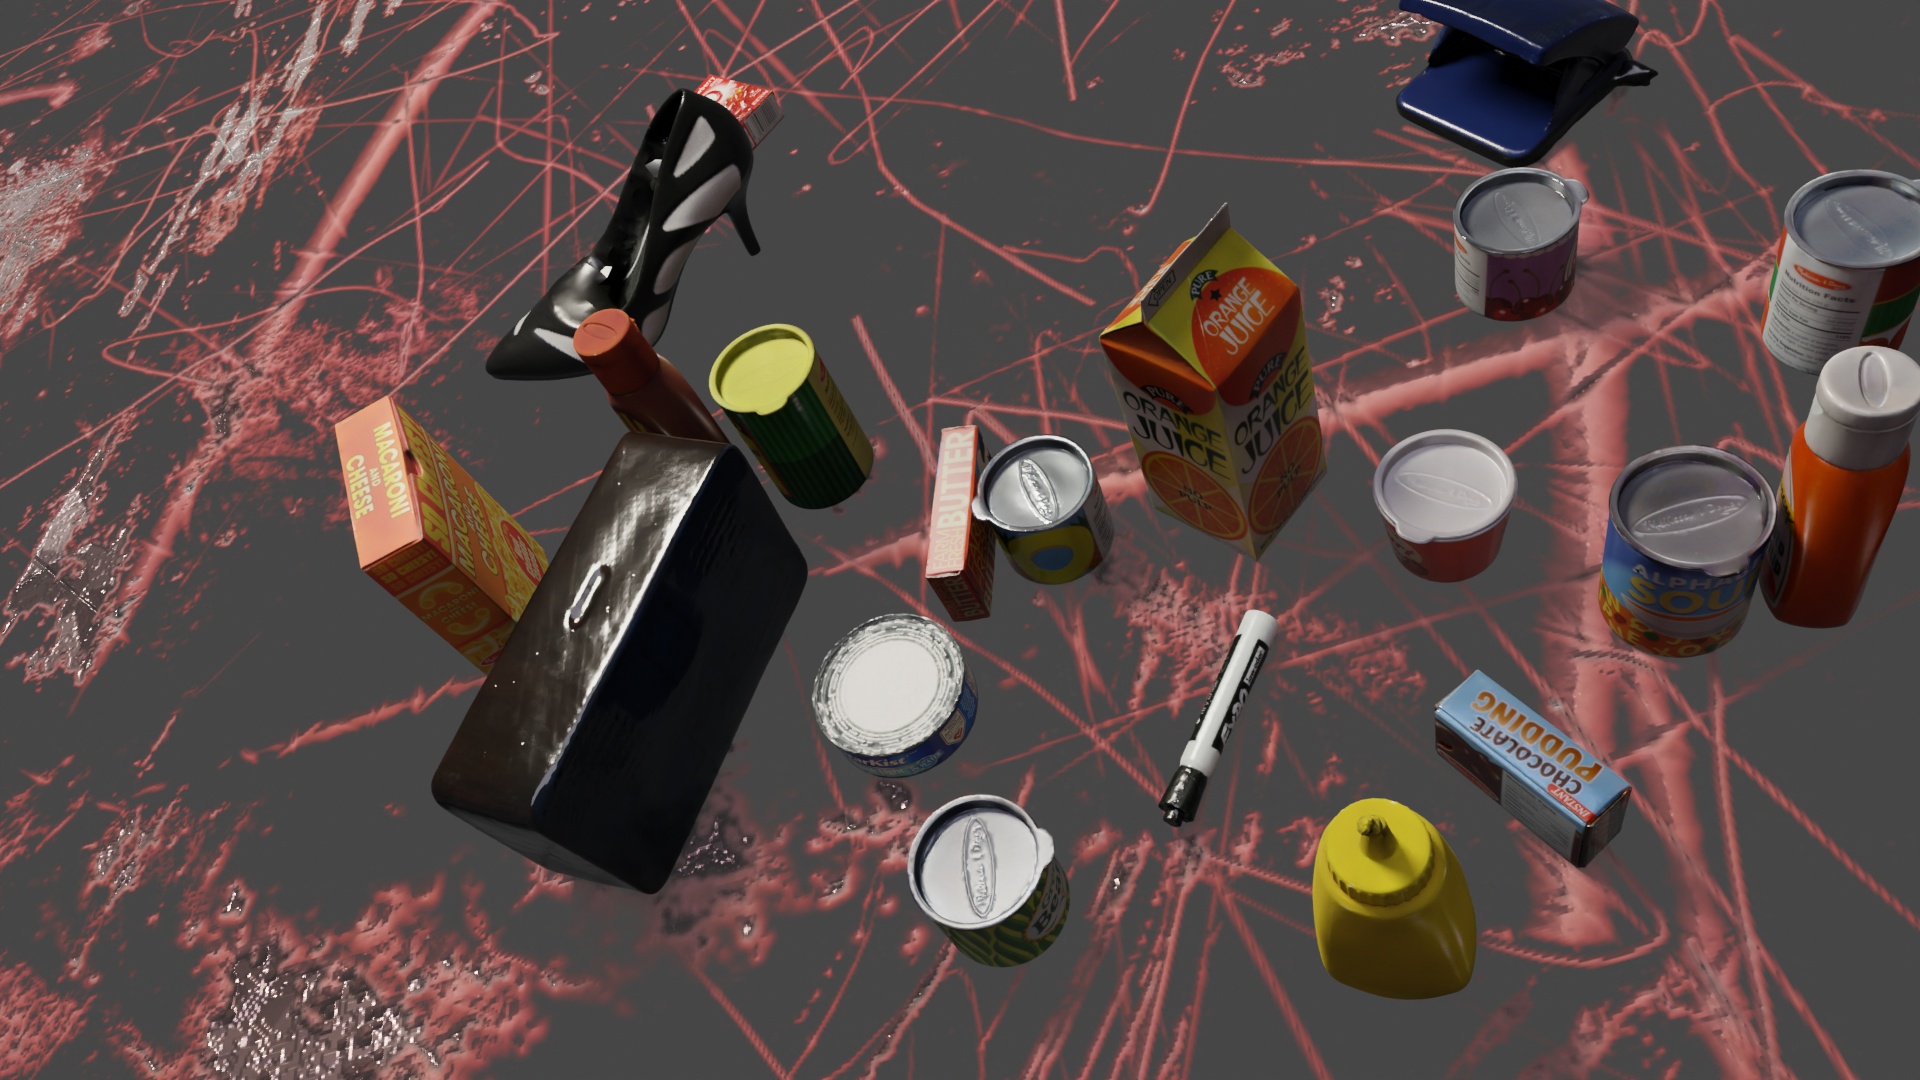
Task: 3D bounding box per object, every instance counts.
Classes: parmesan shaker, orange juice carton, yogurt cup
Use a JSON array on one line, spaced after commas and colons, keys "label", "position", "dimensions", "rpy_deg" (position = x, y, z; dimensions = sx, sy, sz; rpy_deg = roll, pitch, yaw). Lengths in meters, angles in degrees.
[{"label": "parmesan shaker", "position": [-0.100, -0.071, 0.844], "dimensions": [0.071, 0.102, 0.071], "rpy_deg": [-10, 54, 14]}, {"label": "orange juice carton", "position": [0.130, -0.080, 0.709], "dimensions": [0.073, 0.192, 0.072], "rpy_deg": [30, 71, 34]}, {"label": "yogurt cup", "position": [0.247, -0.015, 0.708], "dimensions": [0.072, 0.053, 0.073], "rpy_deg": [-10, 53, 14]}]

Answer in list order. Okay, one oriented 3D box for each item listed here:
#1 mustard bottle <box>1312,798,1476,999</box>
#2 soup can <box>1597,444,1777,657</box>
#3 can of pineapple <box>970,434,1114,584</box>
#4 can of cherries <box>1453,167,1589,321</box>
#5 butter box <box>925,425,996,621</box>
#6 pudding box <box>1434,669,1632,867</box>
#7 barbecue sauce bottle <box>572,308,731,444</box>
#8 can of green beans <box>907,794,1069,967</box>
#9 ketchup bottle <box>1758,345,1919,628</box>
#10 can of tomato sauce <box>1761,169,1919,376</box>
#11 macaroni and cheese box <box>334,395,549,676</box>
[{"label": "mustard bottle", "position": [0.172, 0.140, 0.557], "dimensions": [0.065, 0.159, 0.049], "rpy_deg": [-2, 56, 19]}, {"label": "soup can", "position": [0.333, 0.009, 0.640], "dimensions": [0.071, 0.083, 0.072], "rpy_deg": [-10, 54, 14]}, {"label": "can of pineapple", "position": [0.047, -0.016, 0.780], "dimensions": [0.071, 0.057, 0.071], "rpy_deg": [-10, 53, 14]}, {"label": "can of cherries", "position": [0.317, -0.167, 0.787], "dimensions": [0.071, 0.058, 0.072], "rpy_deg": [-10, 53, 14]}, {"label": "butter box", "position": [0.003, -0.010, 0.795], "dimensions": [0.024, 0.053, 0.104], "rpy_deg": [-6, 54, 17]}, {"label": "pudding box", "position": [0.255, 0.102, 0.624], "dimensions": [0.030, 0.049, 0.084], "rpy_deg": [-40, 52, -9]}, {"label": "barbecue sauce bottle", "position": [-0.184, -0.080, 0.853], "dimensions": [0.065, 0.148, 0.044], "rpy_deg": [22, 67, 32]}, {"label": "can of green beans", "position": [0.015, 0.163, 0.664], "dimensions": [0.071, 0.057, 0.071], "rpy_deg": [-10, 53, 14]}, {"label": "ketchup bottle", "position": [0.382, -0.023, 0.603], "dimensions": [0.043, 0.148, 0.065], "rpy_deg": [3, 58, 22]}, {"label": "can of tomato sauce", "position": [0.448, -0.134, 0.700], "dimensions": [0.071, 0.082, 0.071], "rpy_deg": [-10, 54, 14]}, {"label": "macaroni and cheese box", "position": [-0.291, 0.010, 0.817], "dimensions": [0.040, 0.165, 0.124], "rpy_deg": [-30, 51, -1]}]
